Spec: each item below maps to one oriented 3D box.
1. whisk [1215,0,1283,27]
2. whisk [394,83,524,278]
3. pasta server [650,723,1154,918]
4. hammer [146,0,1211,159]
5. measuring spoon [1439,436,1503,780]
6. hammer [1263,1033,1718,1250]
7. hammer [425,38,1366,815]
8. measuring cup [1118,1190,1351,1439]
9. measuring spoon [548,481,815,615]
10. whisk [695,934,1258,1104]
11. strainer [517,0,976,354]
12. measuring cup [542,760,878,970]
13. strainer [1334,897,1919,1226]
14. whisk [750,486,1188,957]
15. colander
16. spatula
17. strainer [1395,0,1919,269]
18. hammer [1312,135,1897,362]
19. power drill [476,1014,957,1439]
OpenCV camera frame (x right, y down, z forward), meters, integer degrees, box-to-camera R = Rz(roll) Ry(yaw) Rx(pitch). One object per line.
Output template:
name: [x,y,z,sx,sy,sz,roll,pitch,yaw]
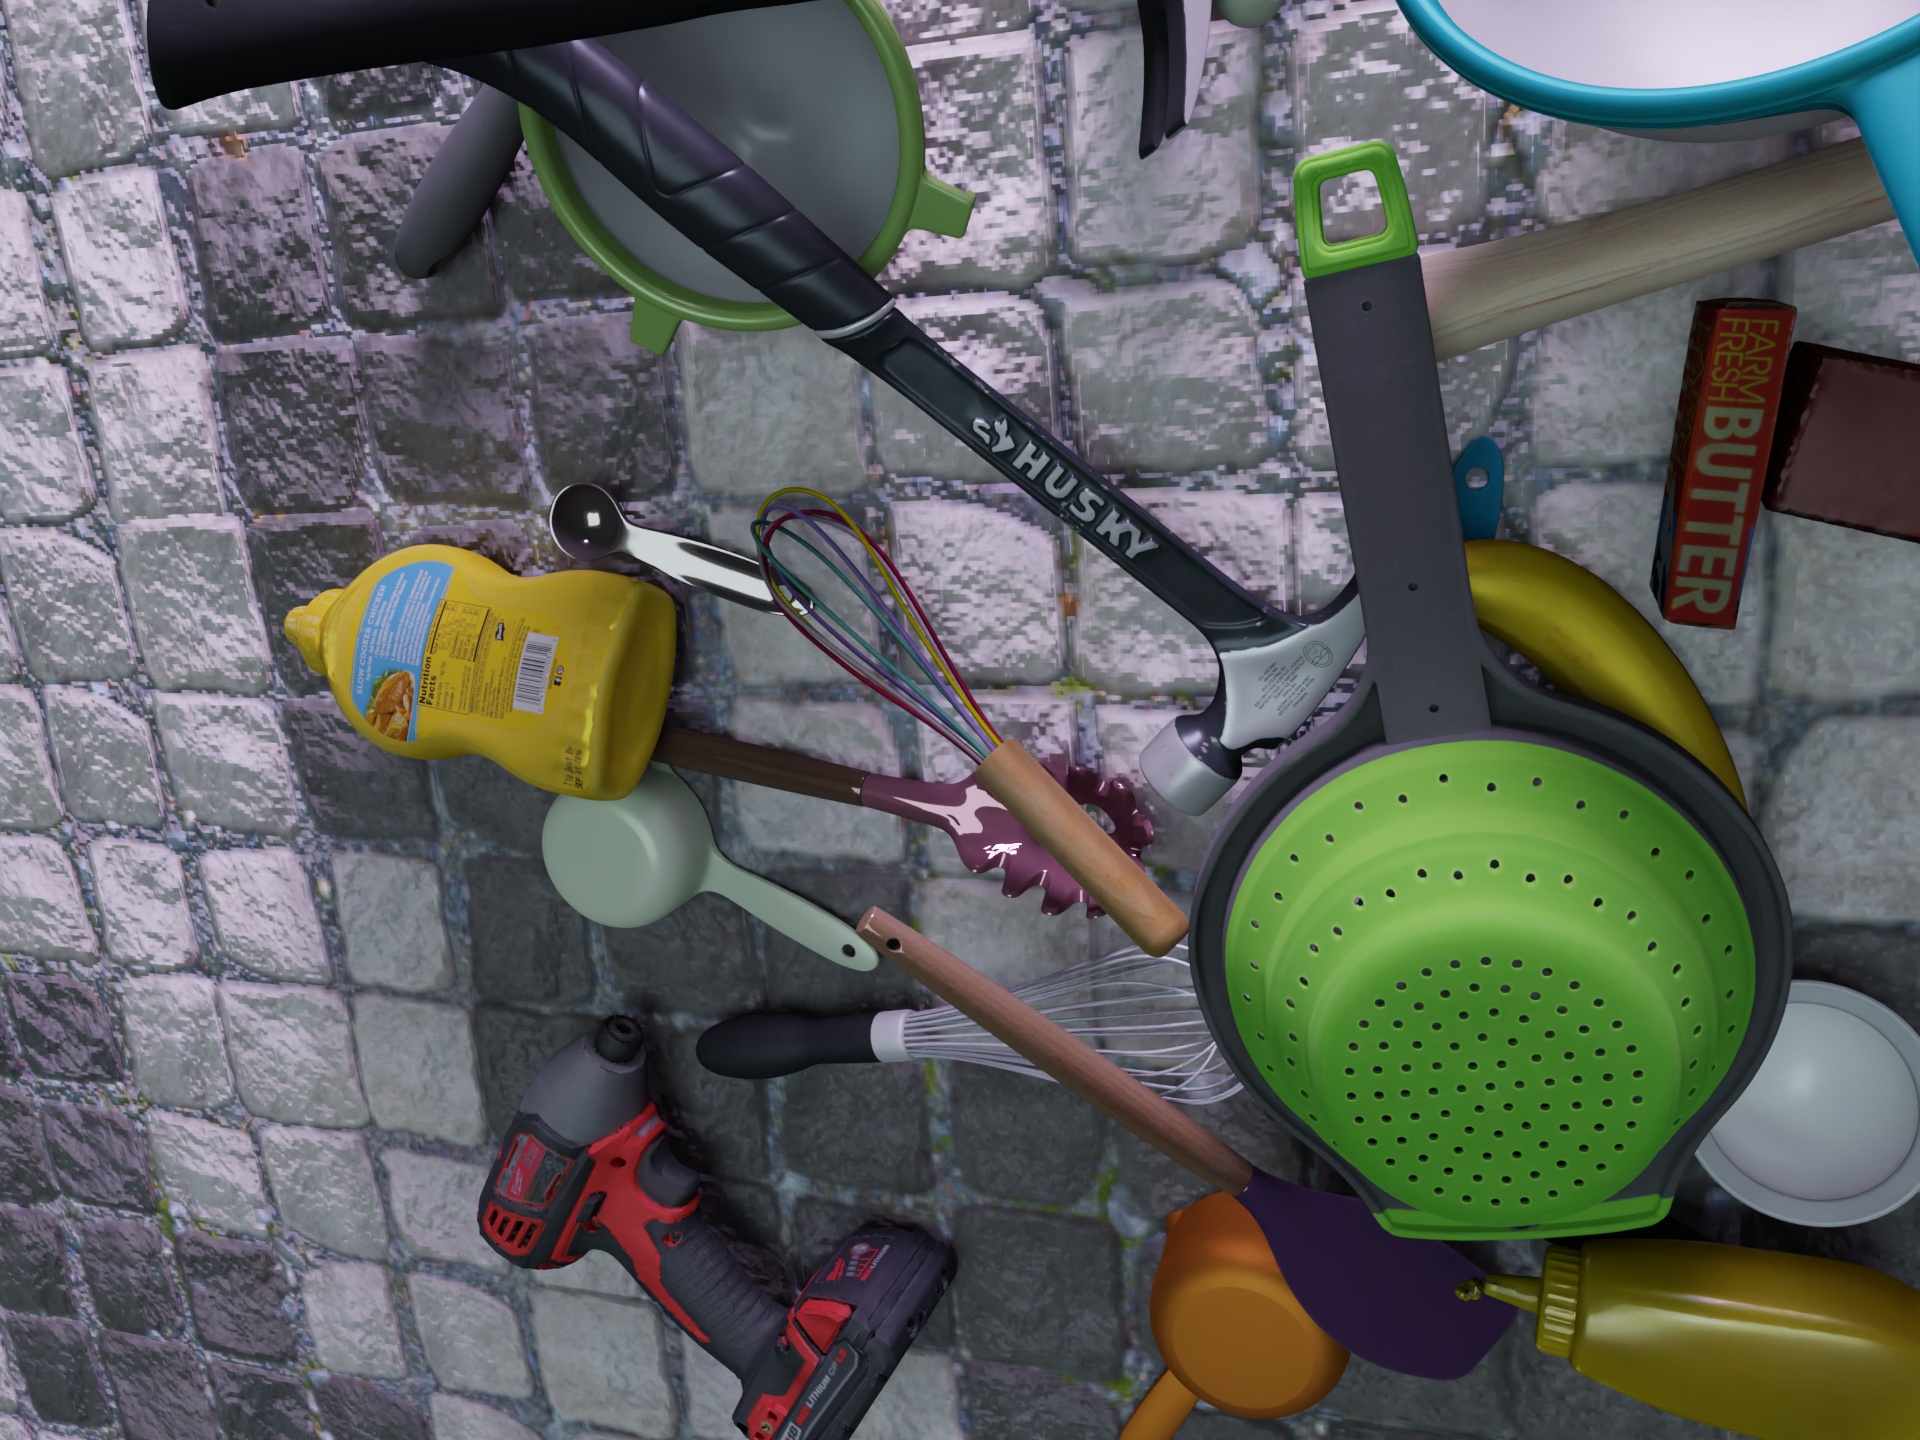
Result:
whisk: [0.094,-0.354,0.505,0.059,0.058,0.246,23,122,50]
whisk: [-0.165,-0.266,0.627,0.055,0.055,0.239,47,121,1]
pasta server: [-0.068,0.024,0.685,0.316,0.040,0.060,12,93,18]
hammer: [-0.072,-0.228,0.490,0.334,0.035,0.146,-17,95,-18]
measuring spoon: [0.179,-0.040,0.589,0.042,0.021,0.128,11,101,6]
hammer: [0.270,0.207,0.621,0.331,0.033,0.128,25,114,11]
hammer: [-0.019,-0.134,0.565,0.408,0.036,0.149,37,115,-10]
measuring cup: [0.106,0.286,0.694,0.095,0.052,0.173,31,113,8]
measuring spoon: [-0.119,-0.071,0.689,0.124,0.018,0.034,21,106,6]
whisk: [0.001,0.133,0.688,0.284,0.070,0.070,-9,103,28]
strainer: [-0.102,-0.268,0.563,0.151,0.069,0.256,-14,119,24]
measuring cup: [-0.116,0.077,0.718,0.167,0.038,0.083,26,114,13]
strainer: [0.246,0.113,0.597,0.258,0.050,0.087,22,95,19]
whisk: [0.000,-0.003,0.625,0.047,0.051,0.245,-45,76,7]
colander: [0.155,0.021,0.509,0.204,0.094,0.397,-9,106,18]
spatula: [0.088,0.167,0.620,0.315,0.018,0.060,37,98,-10]
strainer: [0.241,-0.186,0.422,0.211,0.095,0.341,-22,68,30]
hammer: [0.299,-0.163,0.446,0.410,0.146,0.038,-14,123,28]
power drill: [-0.121,0.242,0.755,0.220,0.078,0.143,33,114,11]
